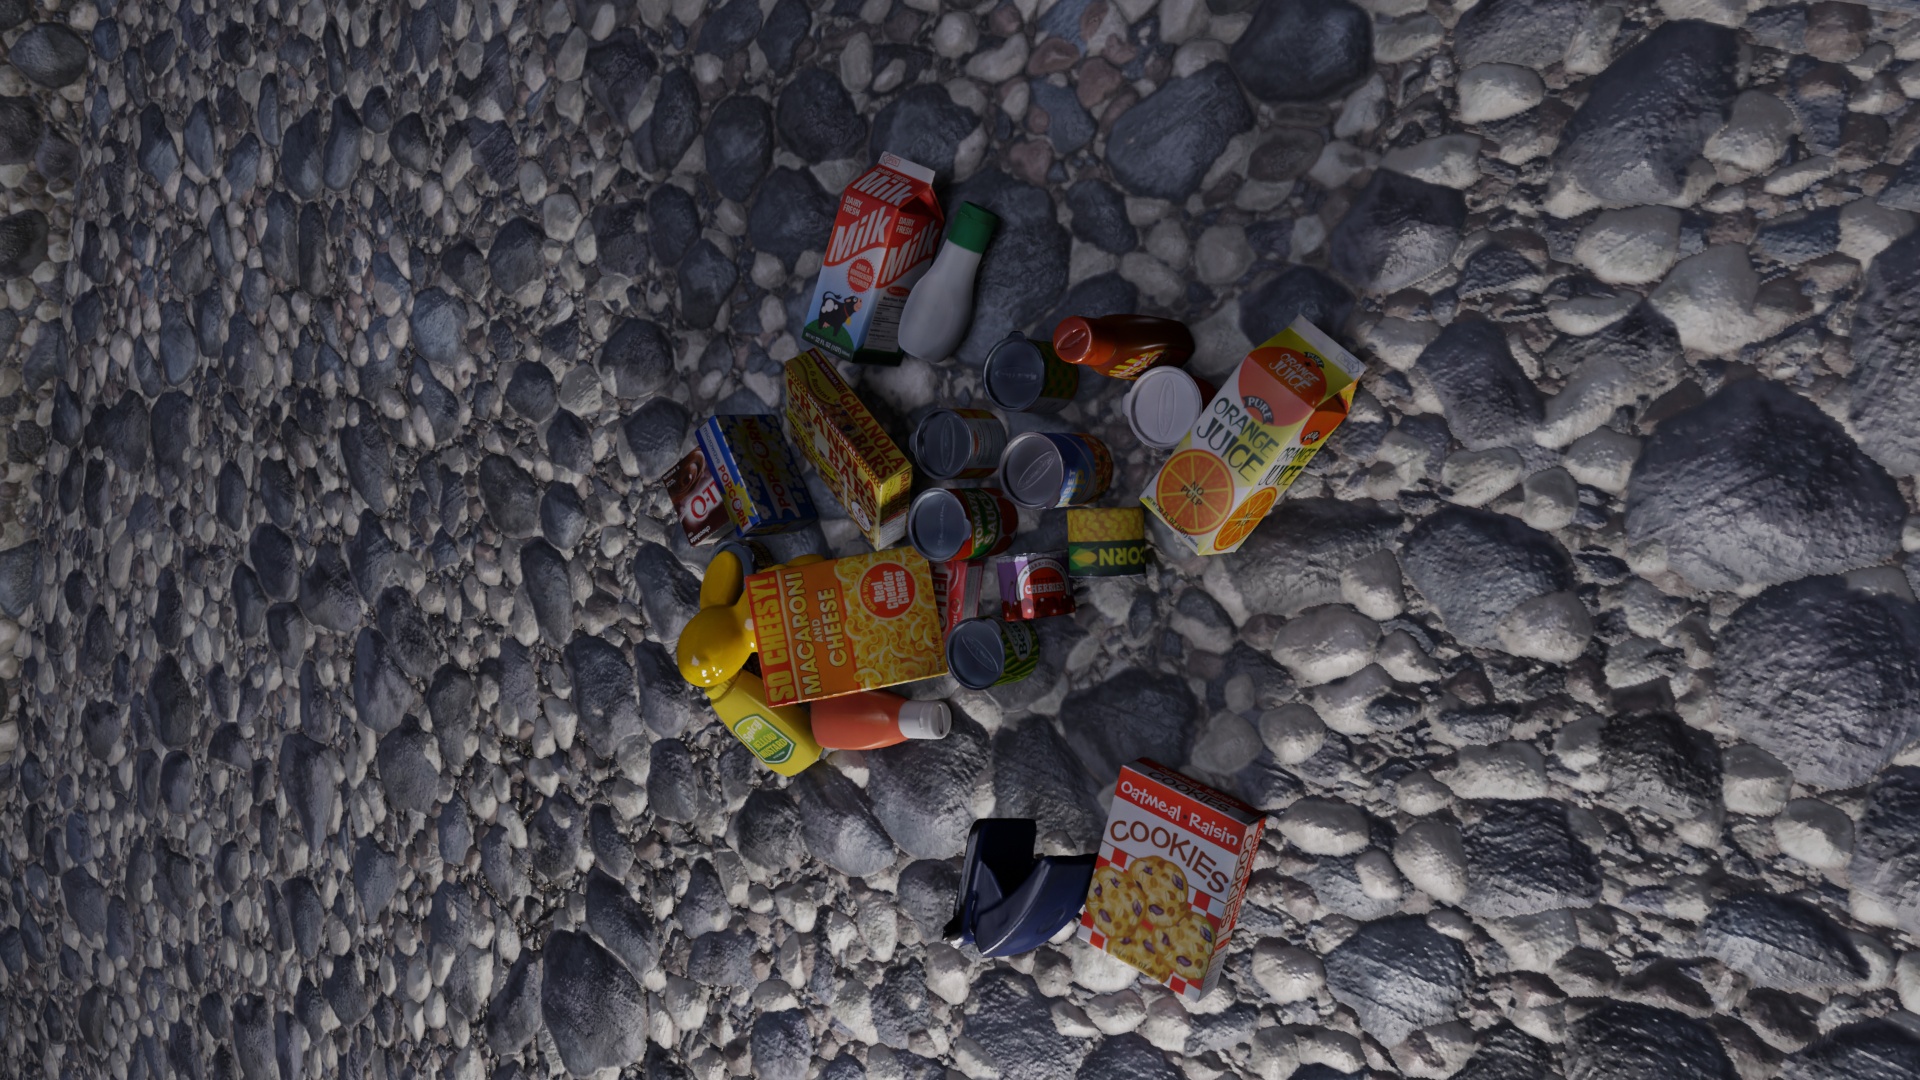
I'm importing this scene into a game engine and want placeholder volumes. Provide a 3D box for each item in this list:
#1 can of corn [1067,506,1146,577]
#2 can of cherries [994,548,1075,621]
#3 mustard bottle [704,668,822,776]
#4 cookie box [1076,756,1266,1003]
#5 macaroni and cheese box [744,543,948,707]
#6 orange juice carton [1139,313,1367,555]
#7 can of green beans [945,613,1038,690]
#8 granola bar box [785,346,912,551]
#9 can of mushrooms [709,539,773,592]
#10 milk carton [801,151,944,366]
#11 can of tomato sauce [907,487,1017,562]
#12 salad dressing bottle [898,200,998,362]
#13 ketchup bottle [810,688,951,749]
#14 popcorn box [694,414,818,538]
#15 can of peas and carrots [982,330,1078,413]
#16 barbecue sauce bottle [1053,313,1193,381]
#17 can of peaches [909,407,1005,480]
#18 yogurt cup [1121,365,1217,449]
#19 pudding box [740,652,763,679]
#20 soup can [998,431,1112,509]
[{"bbox_3d":[0.126,0.001,1.187,0.071,0.071,0.058,-2,91,36],"label":"can of corn"},{"bbox_3d":[0.067,0.039,1.230,0.071,0.071,0.058,-8,88,36],"label":"can of cherries"},{"bbox_3d":[-0.211,0.171,1.402,0.065,0.049,0.160,-36,110,29],"label":"mustard bottle"},{"bbox_3d":[0.178,0.285,1.181,0.123,0.040,0.167,22,106,33],"label":"cookie box"},{"bbox_3d":[-0.105,0.077,1.274,0.167,0.040,0.123,-10,89,-9],"label":"macaroni and cheese box"},{"bbox_3d":[0.235,-0.082,1.101,0.072,0.073,0.192,47,117,25],"label":"orange juice carton"},{"bbox_3d":[0.030,0.100,1.268,0.071,0.058,0.071,2,94,36],"label":"can of green beans"},{"bbox_3d":[-0.108,-0.087,1.331,0.166,0.039,0.123,51,158,22],"label":"granola bar box"},{"bbox_3d":[-0.230,0.031,1.468,0.071,0.033,0.071,2,93,37],"label":"can of mushrooms"},{"bbox_3d":[-0.078,-0.267,1.318,0.072,0.073,0.190,30,109,32],"label":"milk carton"},{"bbox_3d":[0.005,-0.016,1.265,0.071,0.083,0.071,2,94,36],"label":"can of tomato sauce"},{"bbox_3d":[-0.010,-0.240,1.290,0.064,0.044,0.147,36,111,31],"label":"salad dressing bottle"},{"bbox_3d":[-0.079,0.174,1.359,0.148,0.043,0.064,-3,91,36],"label":"ketchup bottle"},{"bbox_3d":[-0.208,-0.067,1.415,0.038,0.085,0.127,-34,73,34],"label":"popcorn box"},{"bbox_3d":[0.062,-0.148,1.232,0.071,0.059,0.071,2,93,36],"label":"can of peas and carrots"},{"bbox_3d":[0.129,-0.158,1.127,0.064,0.149,0.044,-31,74,33],"label":"barbecue sauce bottle"},{"bbox_3d":[-0.002,-0.090,1.282,0.071,0.058,0.071,3,95,36],"label":"can of peaches"},{"bbox_3d":[0.180,-0.109,1.151,0.072,0.054,0.072,2,94,36],"label":"yogurt cup"},{"bbox_3d":[-0.222,0.121,1.457,0.030,0.050,0.083,-13,84,38],"label":"pudding box"},{"bbox_3d":[0.085,-0.059,1.204,0.071,0.084,0.071,3,94,36],"label":"soup can"}]
